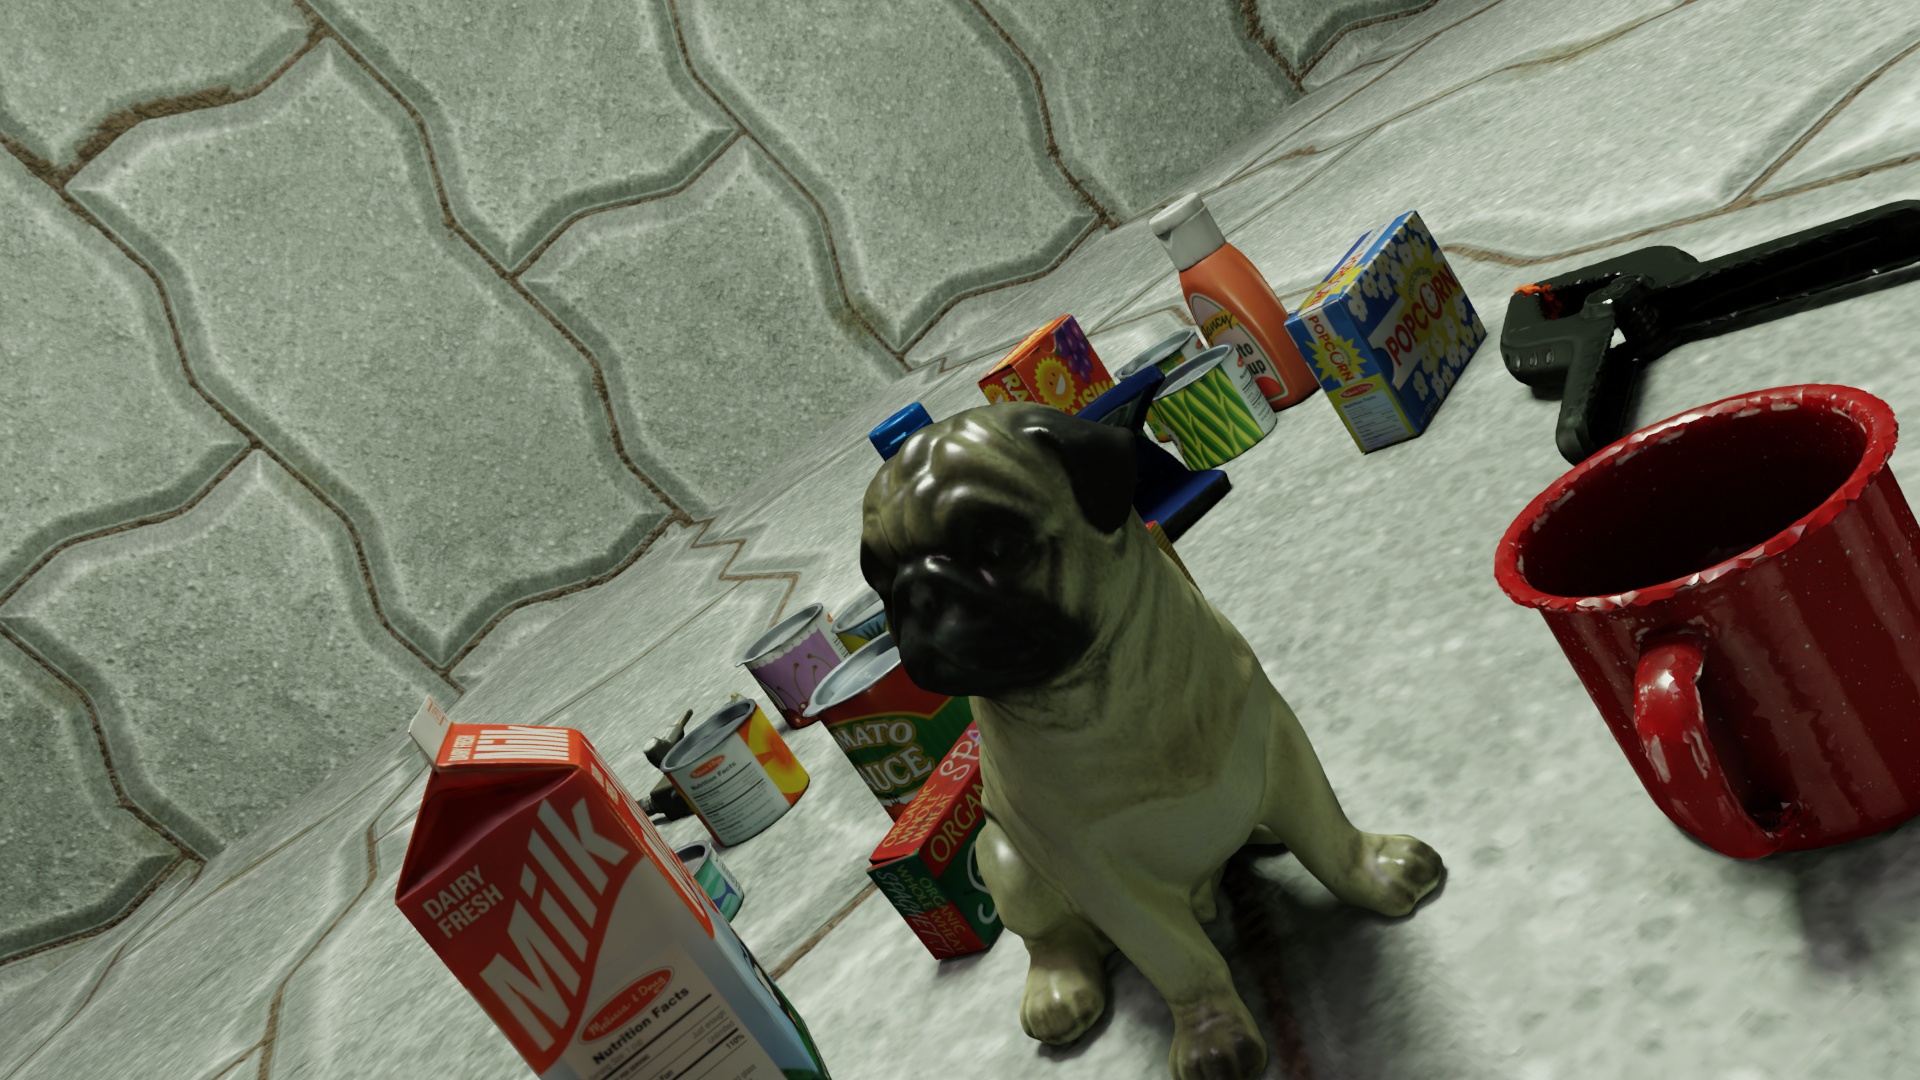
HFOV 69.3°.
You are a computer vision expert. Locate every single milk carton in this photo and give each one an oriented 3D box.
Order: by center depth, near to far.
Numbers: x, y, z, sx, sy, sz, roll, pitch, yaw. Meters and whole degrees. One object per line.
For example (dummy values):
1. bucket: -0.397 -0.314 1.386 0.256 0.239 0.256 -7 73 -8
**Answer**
1. milk carton: -0.131 0.135 0.487 0.073 0.190 0.072 -37 12 -12

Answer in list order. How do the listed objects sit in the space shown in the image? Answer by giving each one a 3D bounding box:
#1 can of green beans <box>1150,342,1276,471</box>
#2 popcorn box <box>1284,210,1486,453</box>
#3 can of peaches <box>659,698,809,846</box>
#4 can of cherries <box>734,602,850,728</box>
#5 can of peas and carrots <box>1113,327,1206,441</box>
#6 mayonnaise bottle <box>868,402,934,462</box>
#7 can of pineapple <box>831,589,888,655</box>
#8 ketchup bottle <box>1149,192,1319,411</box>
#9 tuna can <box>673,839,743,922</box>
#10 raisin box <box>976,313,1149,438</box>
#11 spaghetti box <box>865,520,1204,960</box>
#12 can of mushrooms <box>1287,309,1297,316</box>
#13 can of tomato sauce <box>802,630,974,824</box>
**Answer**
1. can of green beans: 0.162 -0.086 0.898 0.071 0.057 0.071 -32 12 8
2. popcorn box: 0.235 -0.116 0.759 0.038 0.085 0.127 -22 17 46
3. can of peaches: -0.130 0.134 0.807 0.071 0.058 0.071 -32 12 8
4. can of cherries: -0.106 0.085 0.934 0.071 0.058 0.071 -32 12 8
5. can of peas and carrots: 0.156 -0.113 1.017 0.071 0.058 0.071 -32 12 8
6. mayonnaise bottle: 0.003 -0.010 0.803 0.064 0.148 0.041 -31 12 14
7. can of pineapple: -0.035 0.059 0.852 0.071 0.058 0.071 -32 12 8
8. ketchup bottle: 0.178 -0.155 0.910 0.044 0.148 0.064 -39 12 -21
9. tuna can: -0.147 0.187 0.702 0.071 0.033 0.071 -32 12 8
10. raisin box: 0.076 -0.083 0.954 0.040 0.123 0.086 -23 16 45
11. spaghetti box: 0.043 0.075 0.602 0.028 0.050 0.251 -24 15 40
12. can of mushrooms: 0.220 -0.132 0.986 0.071 0.033 0.071 -32 12 8
13. can of tomato sauce: -0.020 0.089 0.632 0.071 0.083 0.071 -32 12 8
